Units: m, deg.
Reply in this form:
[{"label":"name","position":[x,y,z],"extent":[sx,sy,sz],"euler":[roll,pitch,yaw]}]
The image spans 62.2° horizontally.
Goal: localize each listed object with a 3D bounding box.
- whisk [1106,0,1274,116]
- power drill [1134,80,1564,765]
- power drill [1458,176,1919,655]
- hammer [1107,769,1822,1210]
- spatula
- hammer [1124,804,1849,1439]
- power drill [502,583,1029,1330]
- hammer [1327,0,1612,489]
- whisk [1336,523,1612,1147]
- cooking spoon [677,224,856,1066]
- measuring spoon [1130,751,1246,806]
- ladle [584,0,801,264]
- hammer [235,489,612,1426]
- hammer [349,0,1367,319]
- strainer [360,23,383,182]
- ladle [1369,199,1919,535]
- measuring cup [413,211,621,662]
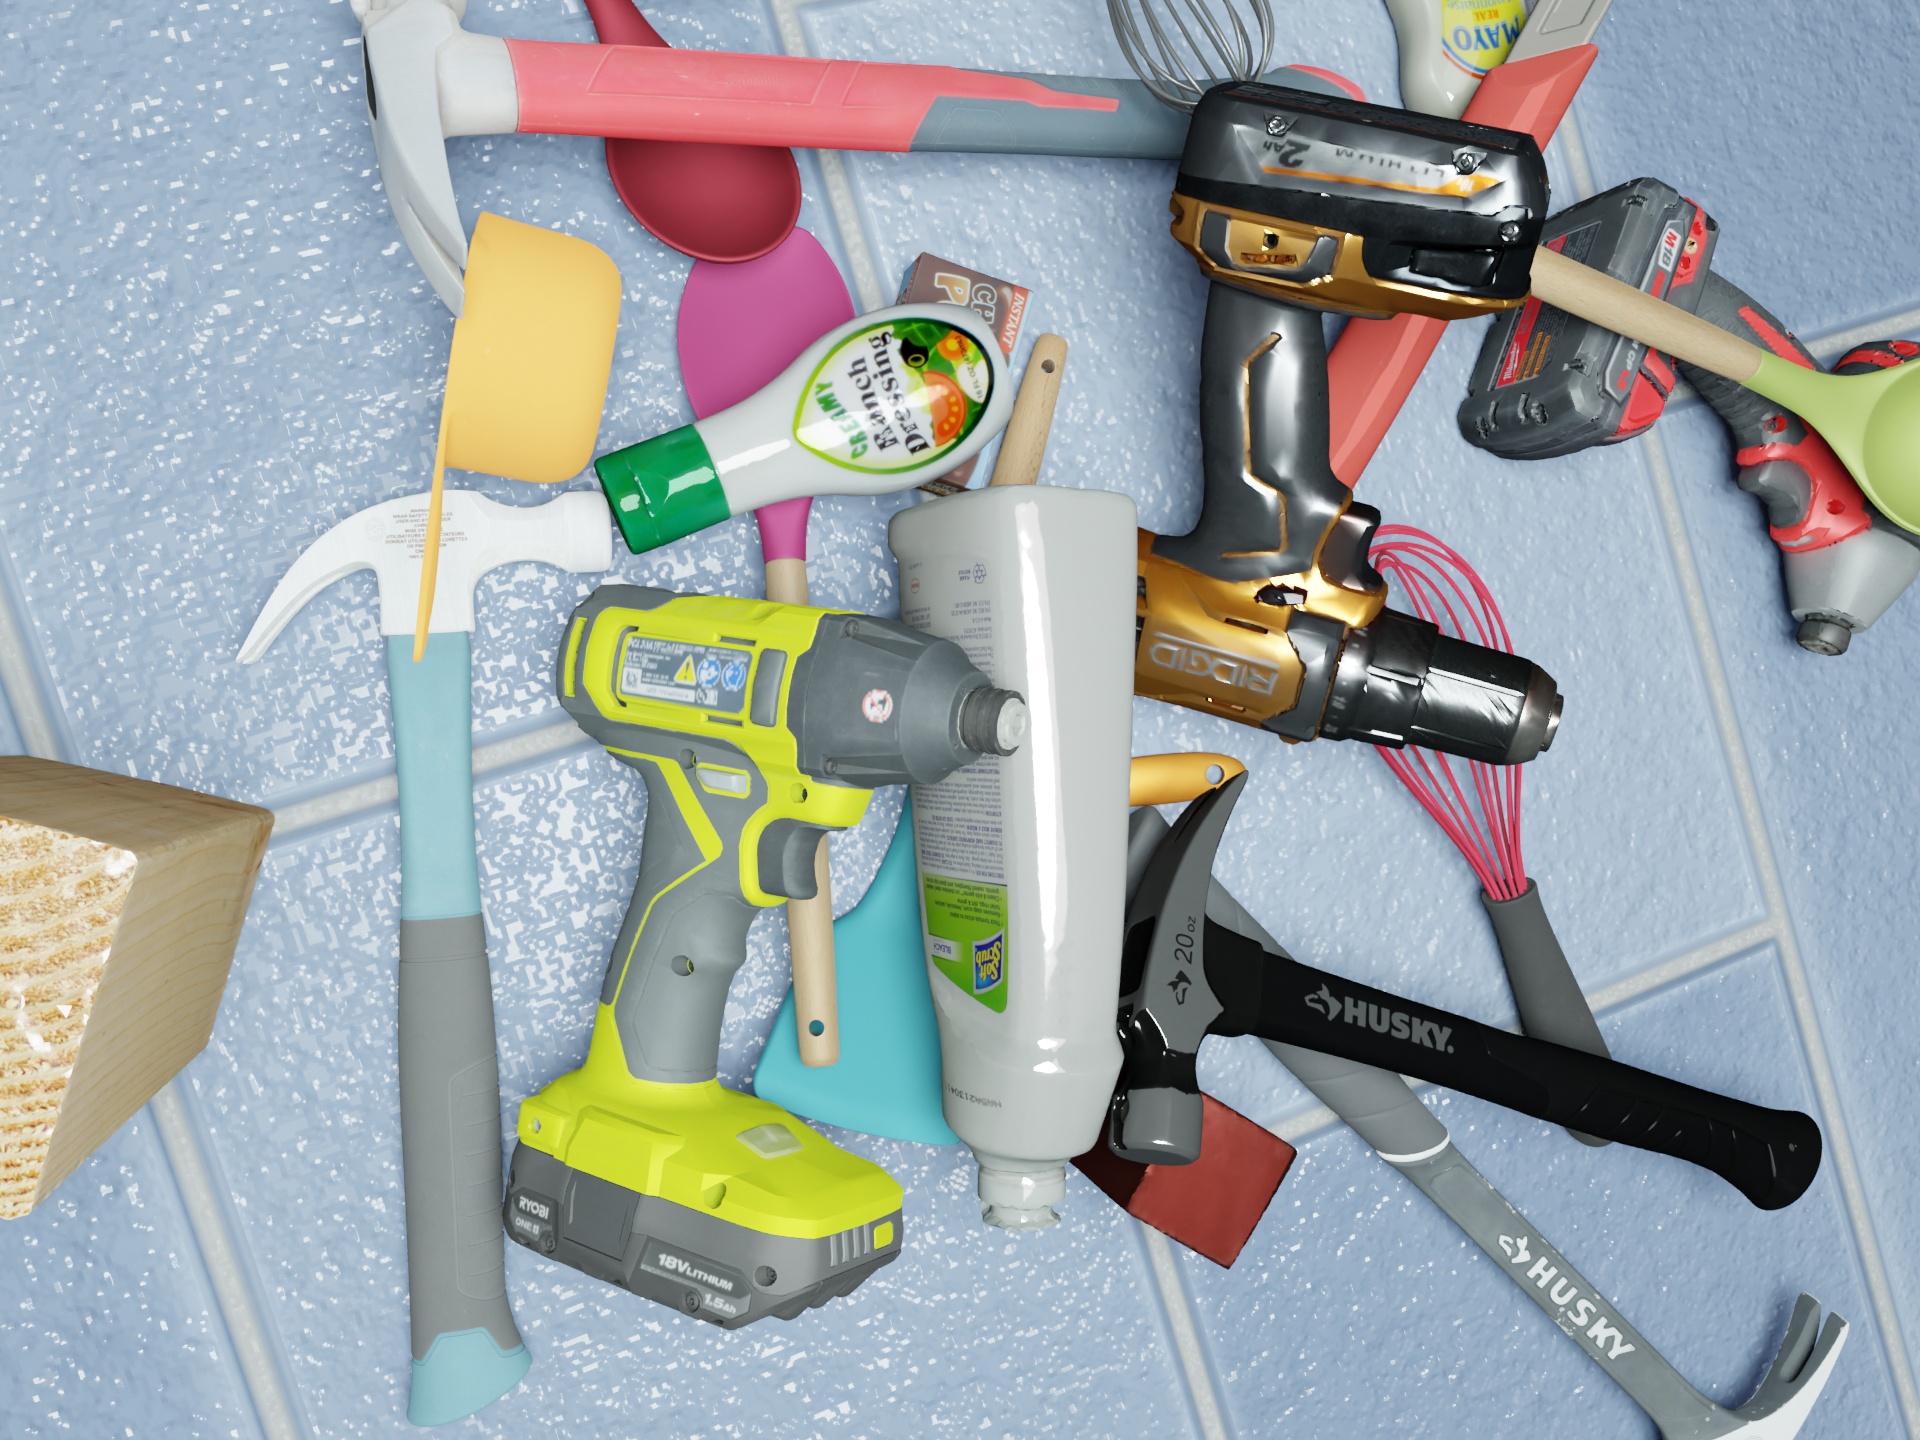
[{"label":"whisk","position":[0.050,-0.319,0.600],"extent":[0.055,0.055,0.239],"euler":[-23,74,-14]},{"label":"power drill","position":[0.143,-0.093,0.565],"extent":[0.185,0.084,0.226],"euler":[17,120,14]},{"label":"power drill","position":[0.337,-0.127,0.692],"extent":[0.219,0.078,0.143],"euler":[23,84,-17]},{"label":"hammer","position":[0.210,0.130,0.624],"extent":[0.334,0.035,0.146],"euler":[19,63,-20]},{"label":"spatula","position":[-0.001,-0.002,0.615],"extent":[0.082,0.044,0.317],"euler":[16,85,-10]},{"label":"hammer","position":[0.207,0.187,0.667],"extent":[0.149,0.036,0.409],"euler":[-45,98,-1]},{"label":"power drill","position":[-0.068,0.072,0.529],"extent":[0.171,0.080,0.223],"euler":[9,90,30]},{"label":"hammer","position":[0.222,-0.225,0.636],"extent":[0.149,0.036,0.359],"euler":[28,95,5]},{"label":"whisk","position":[0.226,0.055,0.671],"extent":[0.073,0.073,0.295],"euler":[-27,103,-14]},{"label":"cooking spoon","position":[-0.064,-0.033,0.592],"extent":[0.068,0.017,0.319],"euler":[-4,82,-7]},{"label":"measuring spoon","position":[0.064,0.026,0.648],"extent":[0.117,0.011,0.021],"euler":[-5,91,-15]},{"label":"ladle","position":[-0.154,-0.307,0.585],"extent":[0.069,0.031,0.315],"euler":[-32,96,-22]},{"label":"hammer","position":[-0.184,0.083,0.571],"extent":[0.128,0.033,0.331],"euler":[-3,90,-16]},{"label":"hammer","position":[-0.009,-0.211,0.576],"extent":[0.386,0.038,0.143],"euler":[-7,63,-24]},{"label":"strainer","position":[-0.206,-0.303,0.556],"extent":[0.050,0.087,0.258],"euler":[-11,103,-33]},{"label":"ladle","position":[0.288,-0.146,0.607],"extent":[0.320,0.062,0.078],"euler":[18,94,-15]},{"label":"measuring cup","position":[-0.147,-0.090,0.532],"extent":[0.052,0.095,0.174],"euler":[8,58,-17]}]
